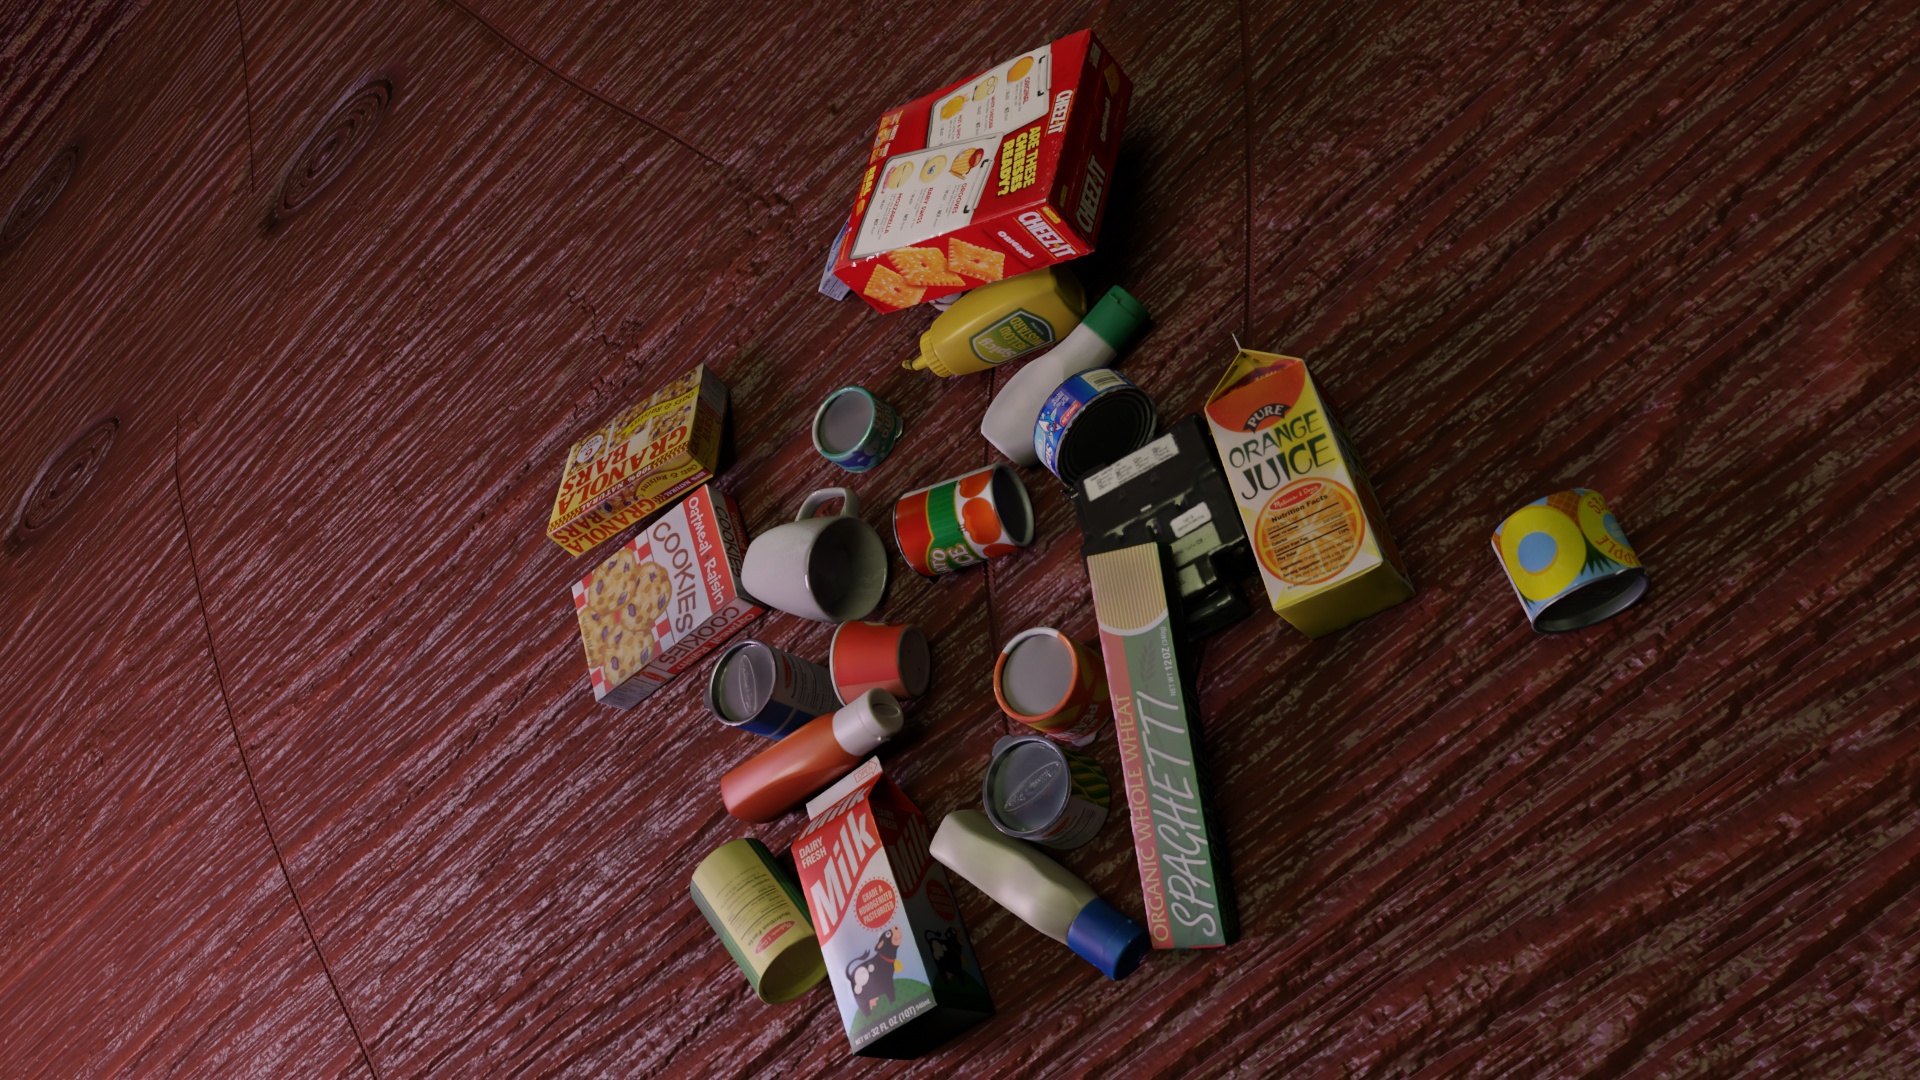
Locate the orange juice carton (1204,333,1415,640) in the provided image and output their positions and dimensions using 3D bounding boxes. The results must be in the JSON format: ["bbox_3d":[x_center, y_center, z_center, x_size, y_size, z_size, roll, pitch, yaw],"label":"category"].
[{"bbox_3d":[0.214,-0.043,0.885,0.073,0.071,0.193,-27,58,23],"label":"orange juice carton"}]

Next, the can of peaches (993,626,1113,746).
[{"bbox_3d":[0.065,0.099,0.935,0.071,0.058,0.071,-14,63,29],"label":"can of peaches"}]

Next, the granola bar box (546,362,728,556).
[{"bbox_3d":[-0.284,-0.071,1.233,0.165,0.039,0.125,-28,38,22],"label":"granola bar box"}]

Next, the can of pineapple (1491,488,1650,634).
[{"bbox_3d":[0.342,0.011,0.779,0.071,0.071,0.058,-29,57,22],"label":"can of pineapple"}]

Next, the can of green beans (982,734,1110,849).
[{"bbox_3d":[0.057,0.166,0.912,0.071,0.058,0.071,-13,64,30],"label":"can of green beans"}]

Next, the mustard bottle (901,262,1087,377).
[{"bbox_3d":[0.019,-0.162,1.076,0.160,0.065,0.049,-24,50,30],"label":"mustard bottle"}]

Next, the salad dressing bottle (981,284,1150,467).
[{"bbox_3d":[0.079,-0.122,1.029,0.147,0.044,0.064,-48,52,6],"label":"salad dressing bottle"}]

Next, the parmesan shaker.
[{"bbox_3d":[-0.139,0.270,0.998,0.071,0.071,0.103,-52,51,5],"label":"parmesan shaker"}]

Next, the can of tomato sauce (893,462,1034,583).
[{"bbox_3d":[0.004,-0.013,1.019,0.083,0.071,0.071,-18,62,27],"label":"can of tomato sauce"}]

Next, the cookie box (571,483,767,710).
[{"bbox_3d":[-0.249,0.049,1.181,0.167,0.040,0.123,-35,55,19],"label":"cookie box"}]

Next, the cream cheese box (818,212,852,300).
[{"bbox_3d":[-0.093,-0.243,1.173,0.103,0.024,0.053,159,127,-72],"label":"cream cheese box"}]

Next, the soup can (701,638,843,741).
[{"bbox_3d":[-0.141,0.117,1.050,0.071,0.083,0.071,-14,63,29],"label":"soup can"}]

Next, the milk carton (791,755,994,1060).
[{"bbox_3d":[-0.054,0.245,0.944,0.072,0.073,0.191,-36,54,17],"label":"milk carton"}]

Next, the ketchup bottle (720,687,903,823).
[{"bbox_3d":[-0.105,0.157,1.010,0.148,0.065,0.044,-35,61,28],"label":"ketchup bottle"}]

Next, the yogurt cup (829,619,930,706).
[{"bbox_3d":[-0.057,0.090,1.019,0.054,0.072,0.072,-7,67,23],"label":"yogurt cup"}]

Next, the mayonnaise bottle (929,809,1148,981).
[{"bbox_3d":[0.051,0.226,0.891,0.148,0.064,0.041,29,91,35],"label":"mayonnaise bottle"}]

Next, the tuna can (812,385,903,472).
[{"bbox_3d":[-0.084,-0.092,1.133,0.071,0.033,0.071,-14,64,30],"label":"tuna can"}]

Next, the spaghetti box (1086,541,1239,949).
[{"bbox_3d":[0.125,0.126,0.860,0.050,0.029,0.250,-14,80,28],"label":"spaghetti box"}]

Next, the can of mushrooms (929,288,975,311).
[{"bbox_3d":[-0.011,-0.223,1.138,0.071,0.033,0.071,-13,65,29],"label":"can of mushrooms"}]
